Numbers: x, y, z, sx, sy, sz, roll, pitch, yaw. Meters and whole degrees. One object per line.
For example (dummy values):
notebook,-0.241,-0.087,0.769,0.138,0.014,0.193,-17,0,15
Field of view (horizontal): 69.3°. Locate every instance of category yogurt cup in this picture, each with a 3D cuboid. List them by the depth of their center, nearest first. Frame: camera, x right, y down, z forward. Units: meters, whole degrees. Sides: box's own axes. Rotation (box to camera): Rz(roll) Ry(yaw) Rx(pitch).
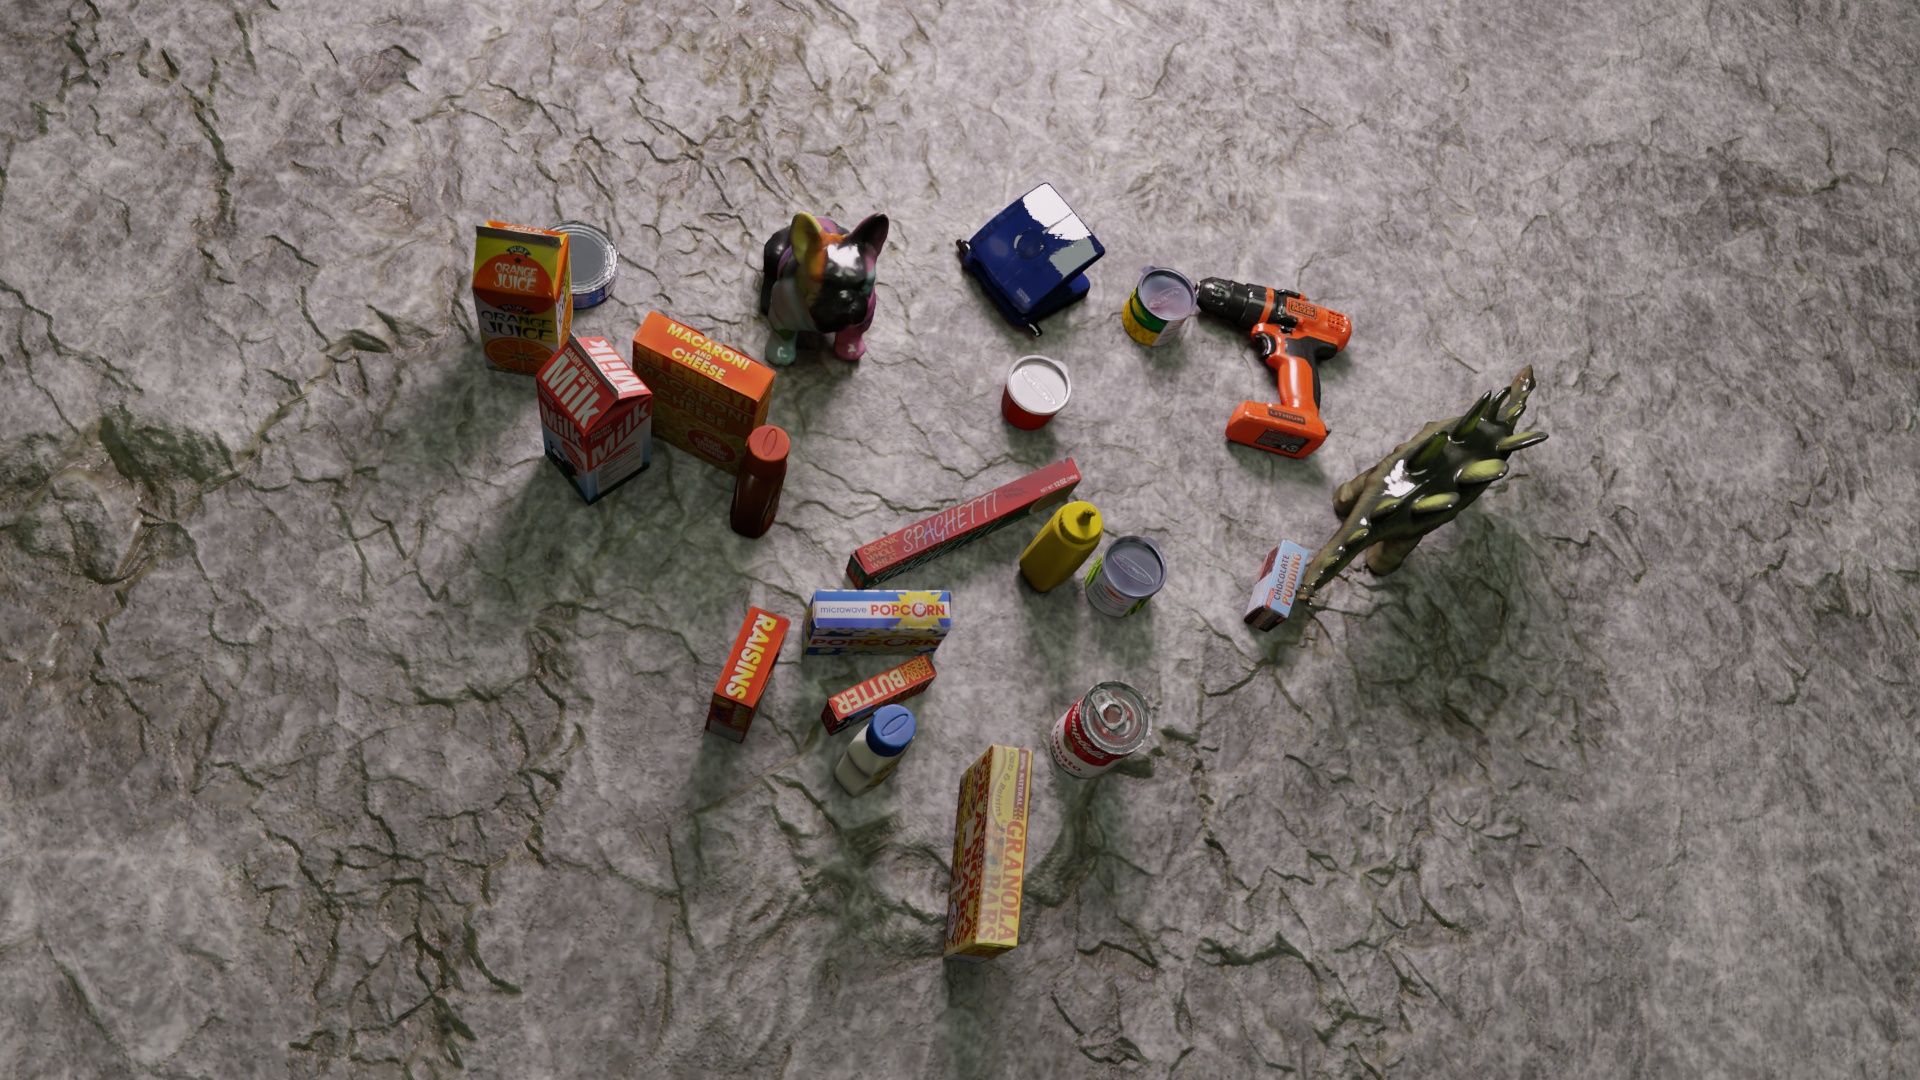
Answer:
yogurt cup,0.074,-0.149,1.427,0.072,0.053,0.072,5,66,-12

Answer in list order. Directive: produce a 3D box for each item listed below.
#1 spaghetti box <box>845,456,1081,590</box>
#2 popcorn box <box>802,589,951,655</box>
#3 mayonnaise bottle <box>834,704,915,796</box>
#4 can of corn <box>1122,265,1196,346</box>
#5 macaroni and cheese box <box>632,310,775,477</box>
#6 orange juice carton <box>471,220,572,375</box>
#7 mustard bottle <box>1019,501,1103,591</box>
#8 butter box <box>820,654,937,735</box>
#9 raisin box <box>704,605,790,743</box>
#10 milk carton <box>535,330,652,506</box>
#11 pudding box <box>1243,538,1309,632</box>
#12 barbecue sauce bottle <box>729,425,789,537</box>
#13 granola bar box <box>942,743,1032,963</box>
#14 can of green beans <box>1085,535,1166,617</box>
spaghetti box,0.005,-0.017,1.355,0.251,0.050,0.029,-24,75,-22
popcorn box,-0.078,0.076,1.275,0.127,0.085,0.038,1,68,-13
mayonnaise bottle,-0.070,0.179,1.198,0.065,0.147,0.041,-36,80,-24
can of corn,0.213,-0.254,1.504,0.071,0.058,0.071,5,66,-12
macaroni and cheese box,-0.240,-0.131,1.279,0.124,0.165,0.040,26,64,-2
orange juice carton,-0.398,-0.227,1.267,0.072,0.191,0.073,8,66,-10
mustard bottle,0.102,-0.002,1.311,0.065,0.159,0.049,-36,80,-24
butter box,-0.075,0.140,1.266,0.104,0.053,0.024,-24,75,-22
raisin box,-0.186,0.119,1.209,0.040,0.123,0.086,23,64,-4
milk carton,-0.325,-0.113,1.237,0.074,0.189,0.072,-37,80,-24
pudding box,0.320,0.045,1.406,0.030,0.049,0.084,26,64,-2
barbecue sauce bottle,-0.183,-0.057,1.272,0.044,0.148,0.065,19,65,-6
granola bar box,0.024,0.272,1.195,0.039,0.123,0.166,10,65,-9
can of green beans,0.162,0.036,1.367,0.071,0.057,0.071,5,66,-12
